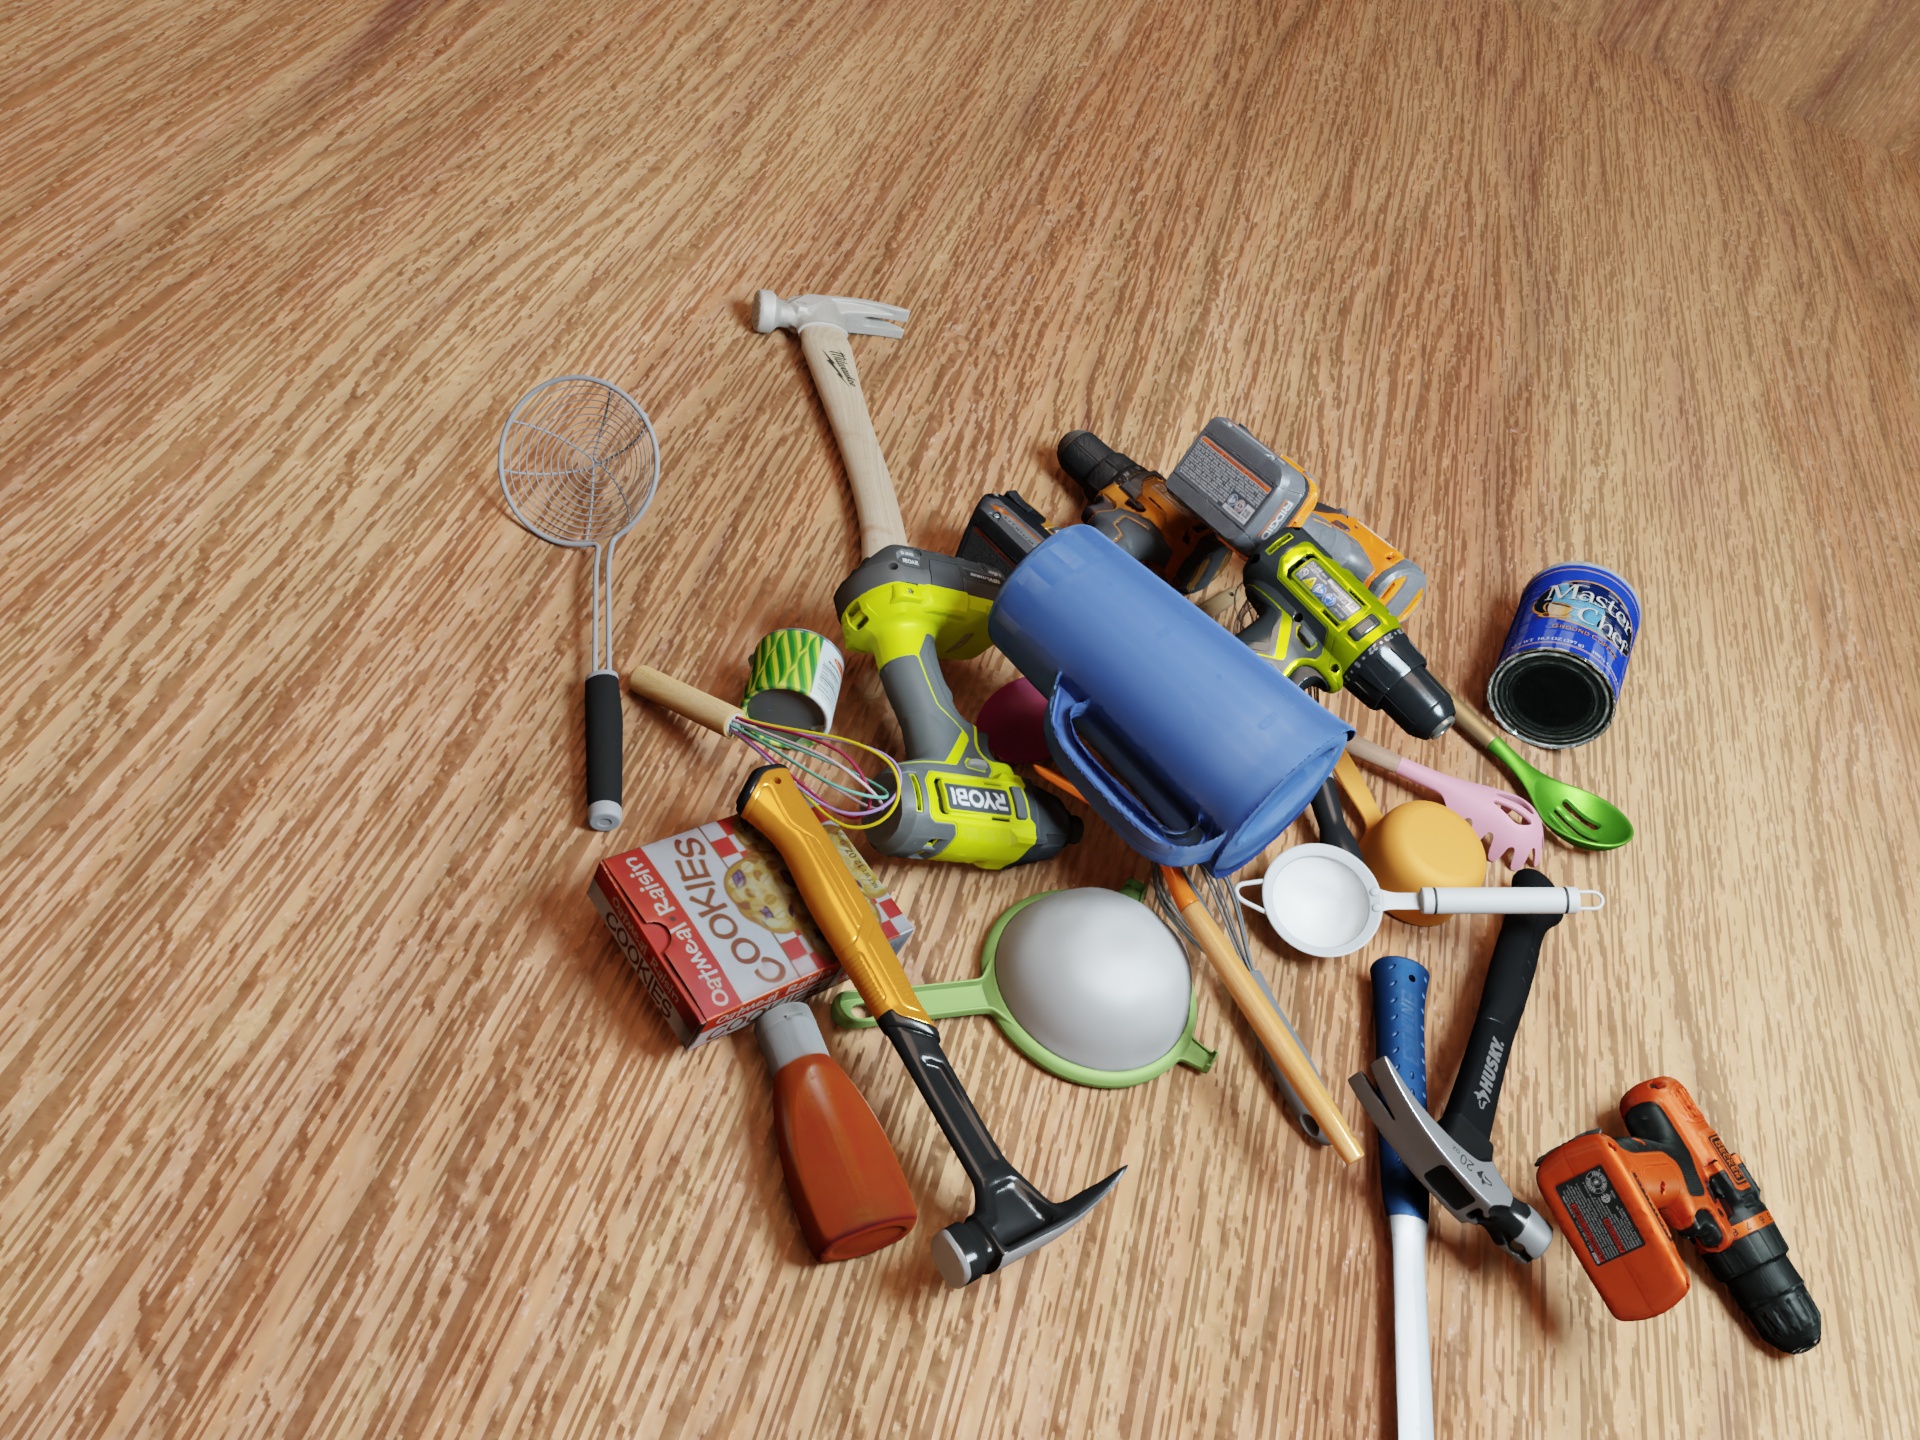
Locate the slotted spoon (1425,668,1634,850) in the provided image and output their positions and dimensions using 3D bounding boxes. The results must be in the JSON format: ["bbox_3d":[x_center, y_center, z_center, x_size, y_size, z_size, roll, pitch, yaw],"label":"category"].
[{"bbox_3d":[0.427,0.001,1.330,0.070,0.031,0.314,-23,58,-34],"label":"slotted spoon"}]

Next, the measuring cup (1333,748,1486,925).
[{"bbox_3d":[0.329,0.068,1.201,0.095,0.052,0.174,-13,63,-29],"label":"measuring cup"}]

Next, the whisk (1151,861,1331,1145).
[{"bbox_3d":[0.191,0.178,1.076,0.055,0.055,0.239,-10,58,-27],"label":"whisk"}]

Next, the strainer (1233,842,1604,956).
[{"bbox_3d":[0.323,0.130,1.127,0.258,0.050,0.087,-1,61,5],"label":"strainer"}]

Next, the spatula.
[{"bbox_3d":[0.155,0.146,1.027,0.081,0.041,0.323,21,33,-59],"label":"spatula"}]

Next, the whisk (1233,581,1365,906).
[{"bbox_3d":[0.266,0.012,1.223,0.070,0.070,0.285,-1,63,-20],"label":"whisk"}]

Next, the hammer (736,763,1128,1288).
[{"bbox_3d":[-0.036,0.162,0.954,0.127,0.034,0.337,-15,61,-37],"label":"hammer"}]

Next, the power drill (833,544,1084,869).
[{"bbox_3d":[-0.002,-0.004,1.123,0.171,0.080,0.223,9,56,-37],"label":"power drill"}]

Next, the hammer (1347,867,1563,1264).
[{"bbox_3d":[0.363,0.201,1.086,0.146,0.035,0.335,42,40,0],"label":"hammer"}]

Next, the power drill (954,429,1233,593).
[{"bbox_3d":[0.098,-0.163,1.327,0.226,0.084,0.185,-23,60,-40],"label":"power drill"}]

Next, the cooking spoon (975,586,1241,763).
[{"bbox_3d":[0.129,-0.044,1.271,0.319,0.017,0.069,-31,69,-37],"label":"cooking spoon"}]

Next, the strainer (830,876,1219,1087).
[{"bbox_3d":[0.045,0.160,1.018,0.256,0.069,0.152,-2,50,-23],"label":"strainer"}]

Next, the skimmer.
[{"bbox_3d":[-0.268,-0.092,1.123,0.127,0.090,0.364,-17,53,8],"label":"skimmer"}]

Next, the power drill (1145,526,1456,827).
[{"bbox_3d":[0.228,-0.015,1.169,0.228,0.080,0.191,-36,69,-10],"label":"power drill"}]

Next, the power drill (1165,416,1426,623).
[{"bbox_3d":[0.276,-0.169,1.336,0.226,0.084,0.164,22,21,-42],"label":"power drill"}]

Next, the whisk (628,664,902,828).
[{"bbox_3d":[-0.138,0.013,1.065,0.245,0.047,0.051,23,23,32],"label":"whisk"}]

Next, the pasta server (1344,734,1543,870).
[{"bbox_3d":[0.320,0.029,1.269,0.316,0.040,0.060,25,46,9],"label":"pasta server"}]

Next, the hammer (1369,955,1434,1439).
[{"bbox_3d":[0.271,0.317,0.980,0.144,0.035,0.406,17,46,-4],"label":"hammer"}]

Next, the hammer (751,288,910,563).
[{"bbox_3d":[-0.076,-0.229,1.354,0.146,0.038,0.411,0,50,-21],"label":"hammer"}]
